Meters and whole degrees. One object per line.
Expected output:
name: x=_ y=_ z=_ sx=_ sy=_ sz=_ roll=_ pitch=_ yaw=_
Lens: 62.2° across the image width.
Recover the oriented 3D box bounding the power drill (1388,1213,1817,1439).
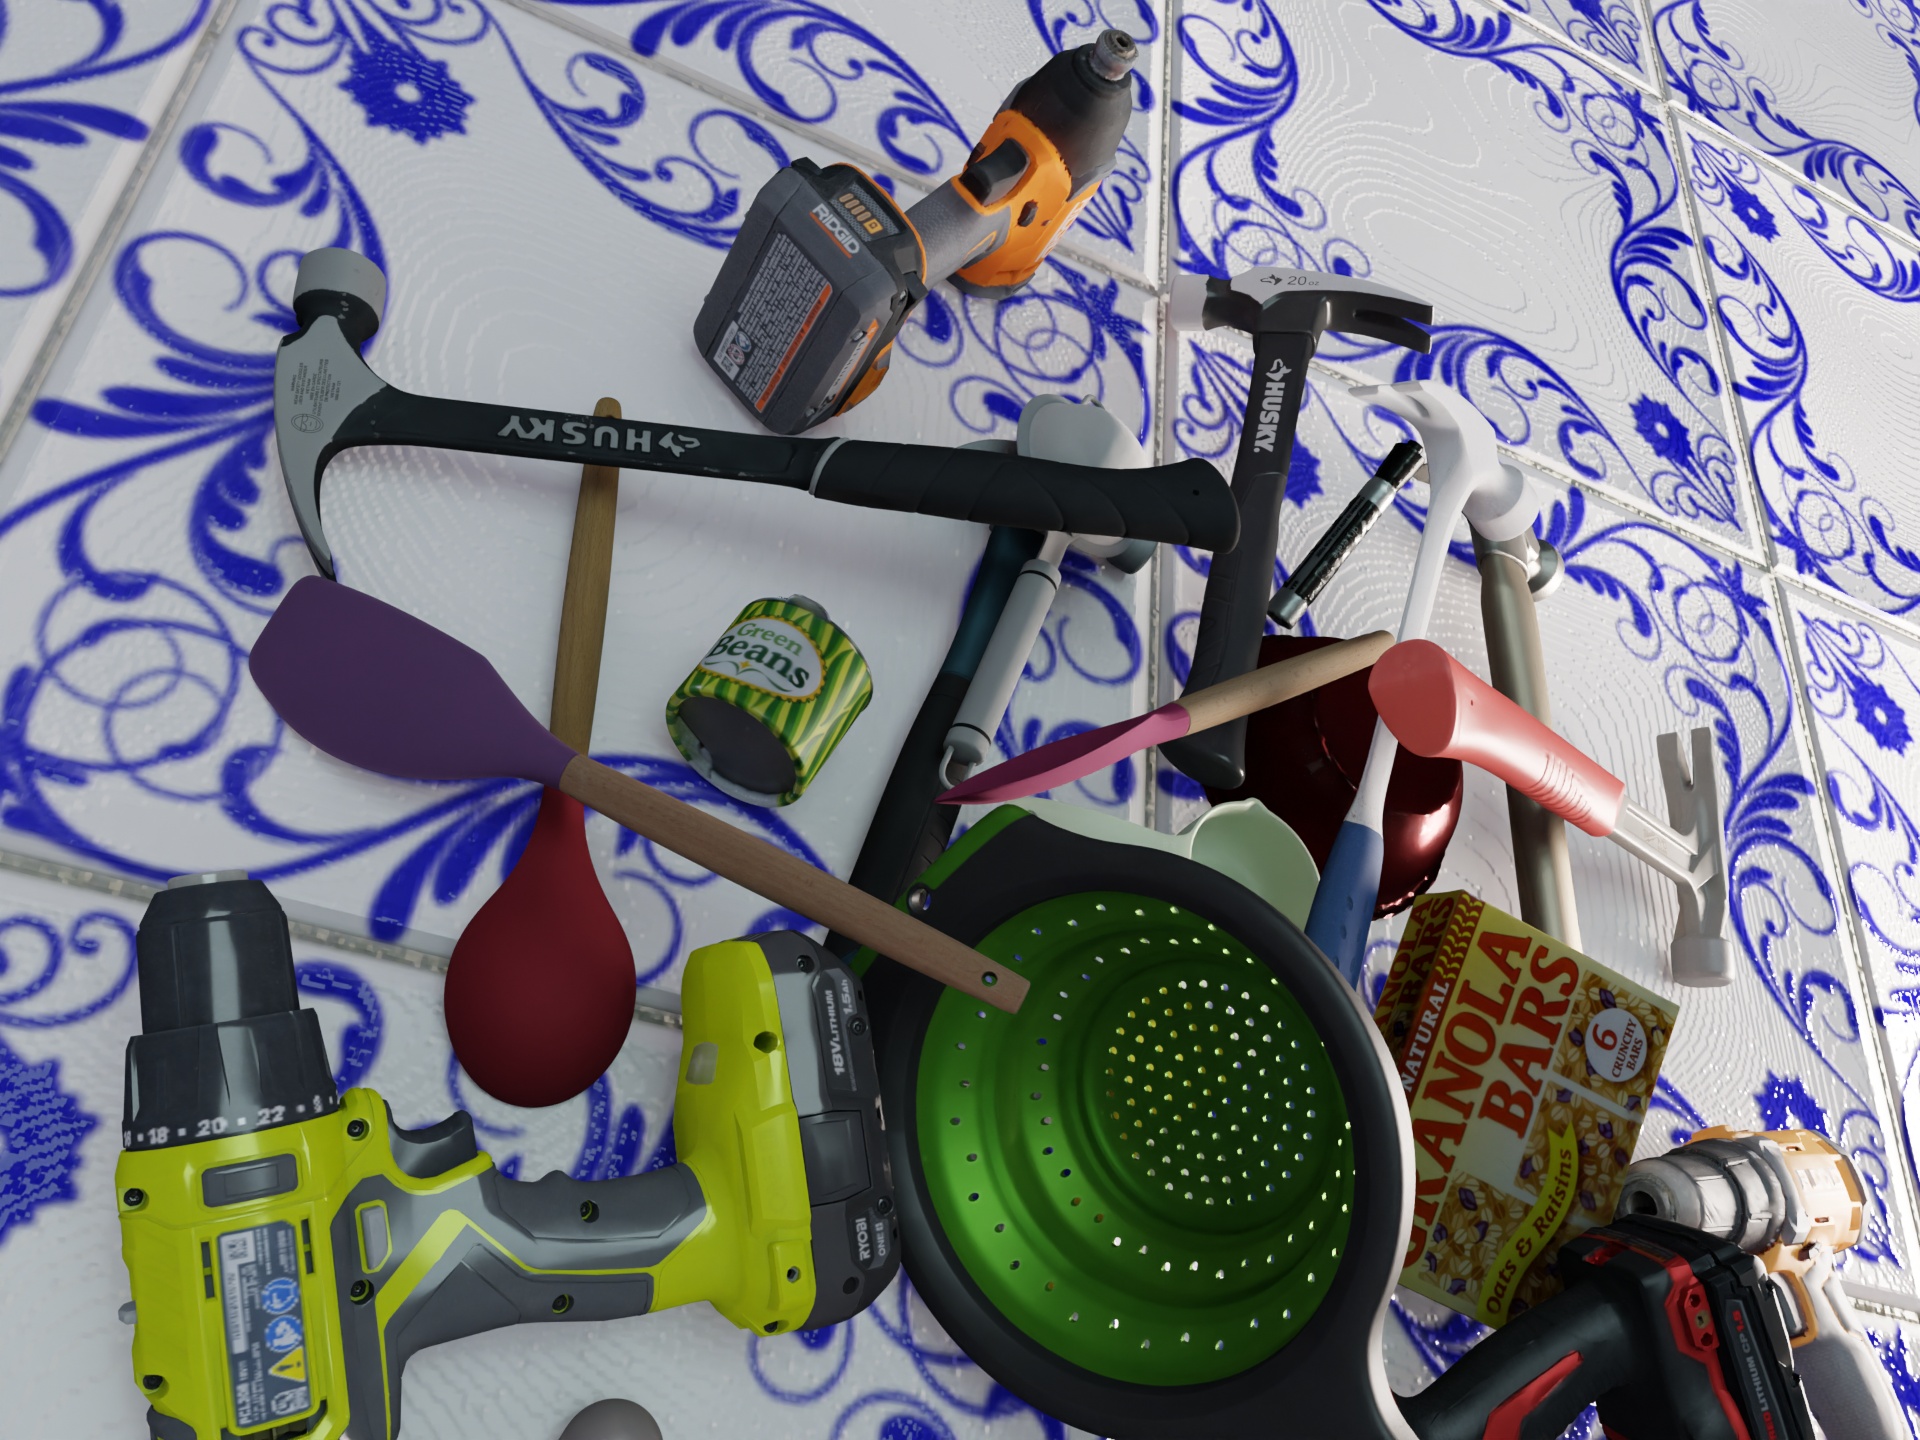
power drill: x=0.219 y=0.293 z=0.621 sx=0.219 sy=0.078 sz=0.143 roll=-16 pitch=89 yaw=-18

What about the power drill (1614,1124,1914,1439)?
power drill: x=0.382 y=0.297 z=0.718 sx=0.185 sy=0.084 sz=0.226 roll=12 pitch=55 yaw=-40

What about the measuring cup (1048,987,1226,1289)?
measuring cup: x=0.058 y=0.181 z=0.657 sx=0.062 sy=0.029 sz=0.156 roll=36 pitch=64 yaw=-3

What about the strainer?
strainer: x=0.041 y=-0.070 z=0.730 sx=0.086 sy=0.050 sz=0.259 roll=41 pitch=54 yaw=-25

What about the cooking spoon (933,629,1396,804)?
cooking spoon: x=0.107 y=-0.005 z=0.679 sx=0.319 sy=0.069 sz=0.017 roll=-18 pitch=91 yaw=-46

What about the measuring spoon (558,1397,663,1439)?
measuring spoon: x=-0.149 y=0.234 z=0.491 sx=0.124 sy=0.034 sz=0.018 roll=-2 pitch=109 yaw=-37

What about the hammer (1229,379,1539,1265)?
hammer: x=0.177 y=0.037 z=0.705 sx=0.143 sy=0.035 sz=0.406 roll=34 pitch=68 yaw=-43

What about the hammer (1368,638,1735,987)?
hammer: x=0.302 y=0.025 z=0.778 sx=0.358 sy=0.037 sz=0.149 roll=25 pitch=61 yaw=-43

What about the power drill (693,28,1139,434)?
power drill: x=-0.009 y=-0.242 z=0.759 sx=0.084 sy=0.164 sz=0.226 roll=48 pitch=54 yaw=1

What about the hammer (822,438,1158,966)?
hammer: x=-0.001 y=-0.002 z=0.713 sx=0.128 sy=0.033 sz=0.331 roll=30 pitch=53 yaw=-13

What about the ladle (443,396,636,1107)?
ladle: x=-0.153 y=-0.005 z=0.635 sx=0.069 sy=0.031 sz=0.316 roll=13 pitch=57 yaw=-24

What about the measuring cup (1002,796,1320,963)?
measuring cup: x=0.086 y=0.067 z=0.720 sx=0.167 sy=0.038 sz=0.083 roll=17 pitch=57 yaw=-20

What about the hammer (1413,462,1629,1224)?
hammer: x=0.294 y=0.055 z=0.821 sx=0.146 sy=0.038 sz=0.411 roll=30 pitch=52 yaw=-44

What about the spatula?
spatula: x=-0.120 y=0.032 z=0.574 sx=0.316 sy=0.018 sz=0.060 roll=25 pitch=77 yaw=9

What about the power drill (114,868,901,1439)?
power drill: x=-0.144 y=0.134 z=0.510 sx=0.228 sy=0.080 sz=0.190 roll=-5 pitch=82 yaw=-31

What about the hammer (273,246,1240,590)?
hammer: x=-0.075 y=-0.106 z=0.675 sx=0.408 sy=0.036 sz=0.149 roll=5 pitch=64 yaw=-12

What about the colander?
colander: x=0.121 y=0.203 z=0.551 sx=0.397 sy=0.204 sz=0.094 roll=51 pitch=24 yaw=22

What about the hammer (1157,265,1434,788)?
hammer: x=0.157 y=-0.111 z=0.822 sx=0.146 sy=0.035 sz=0.335 roll=6 pitch=57 yaw=16
